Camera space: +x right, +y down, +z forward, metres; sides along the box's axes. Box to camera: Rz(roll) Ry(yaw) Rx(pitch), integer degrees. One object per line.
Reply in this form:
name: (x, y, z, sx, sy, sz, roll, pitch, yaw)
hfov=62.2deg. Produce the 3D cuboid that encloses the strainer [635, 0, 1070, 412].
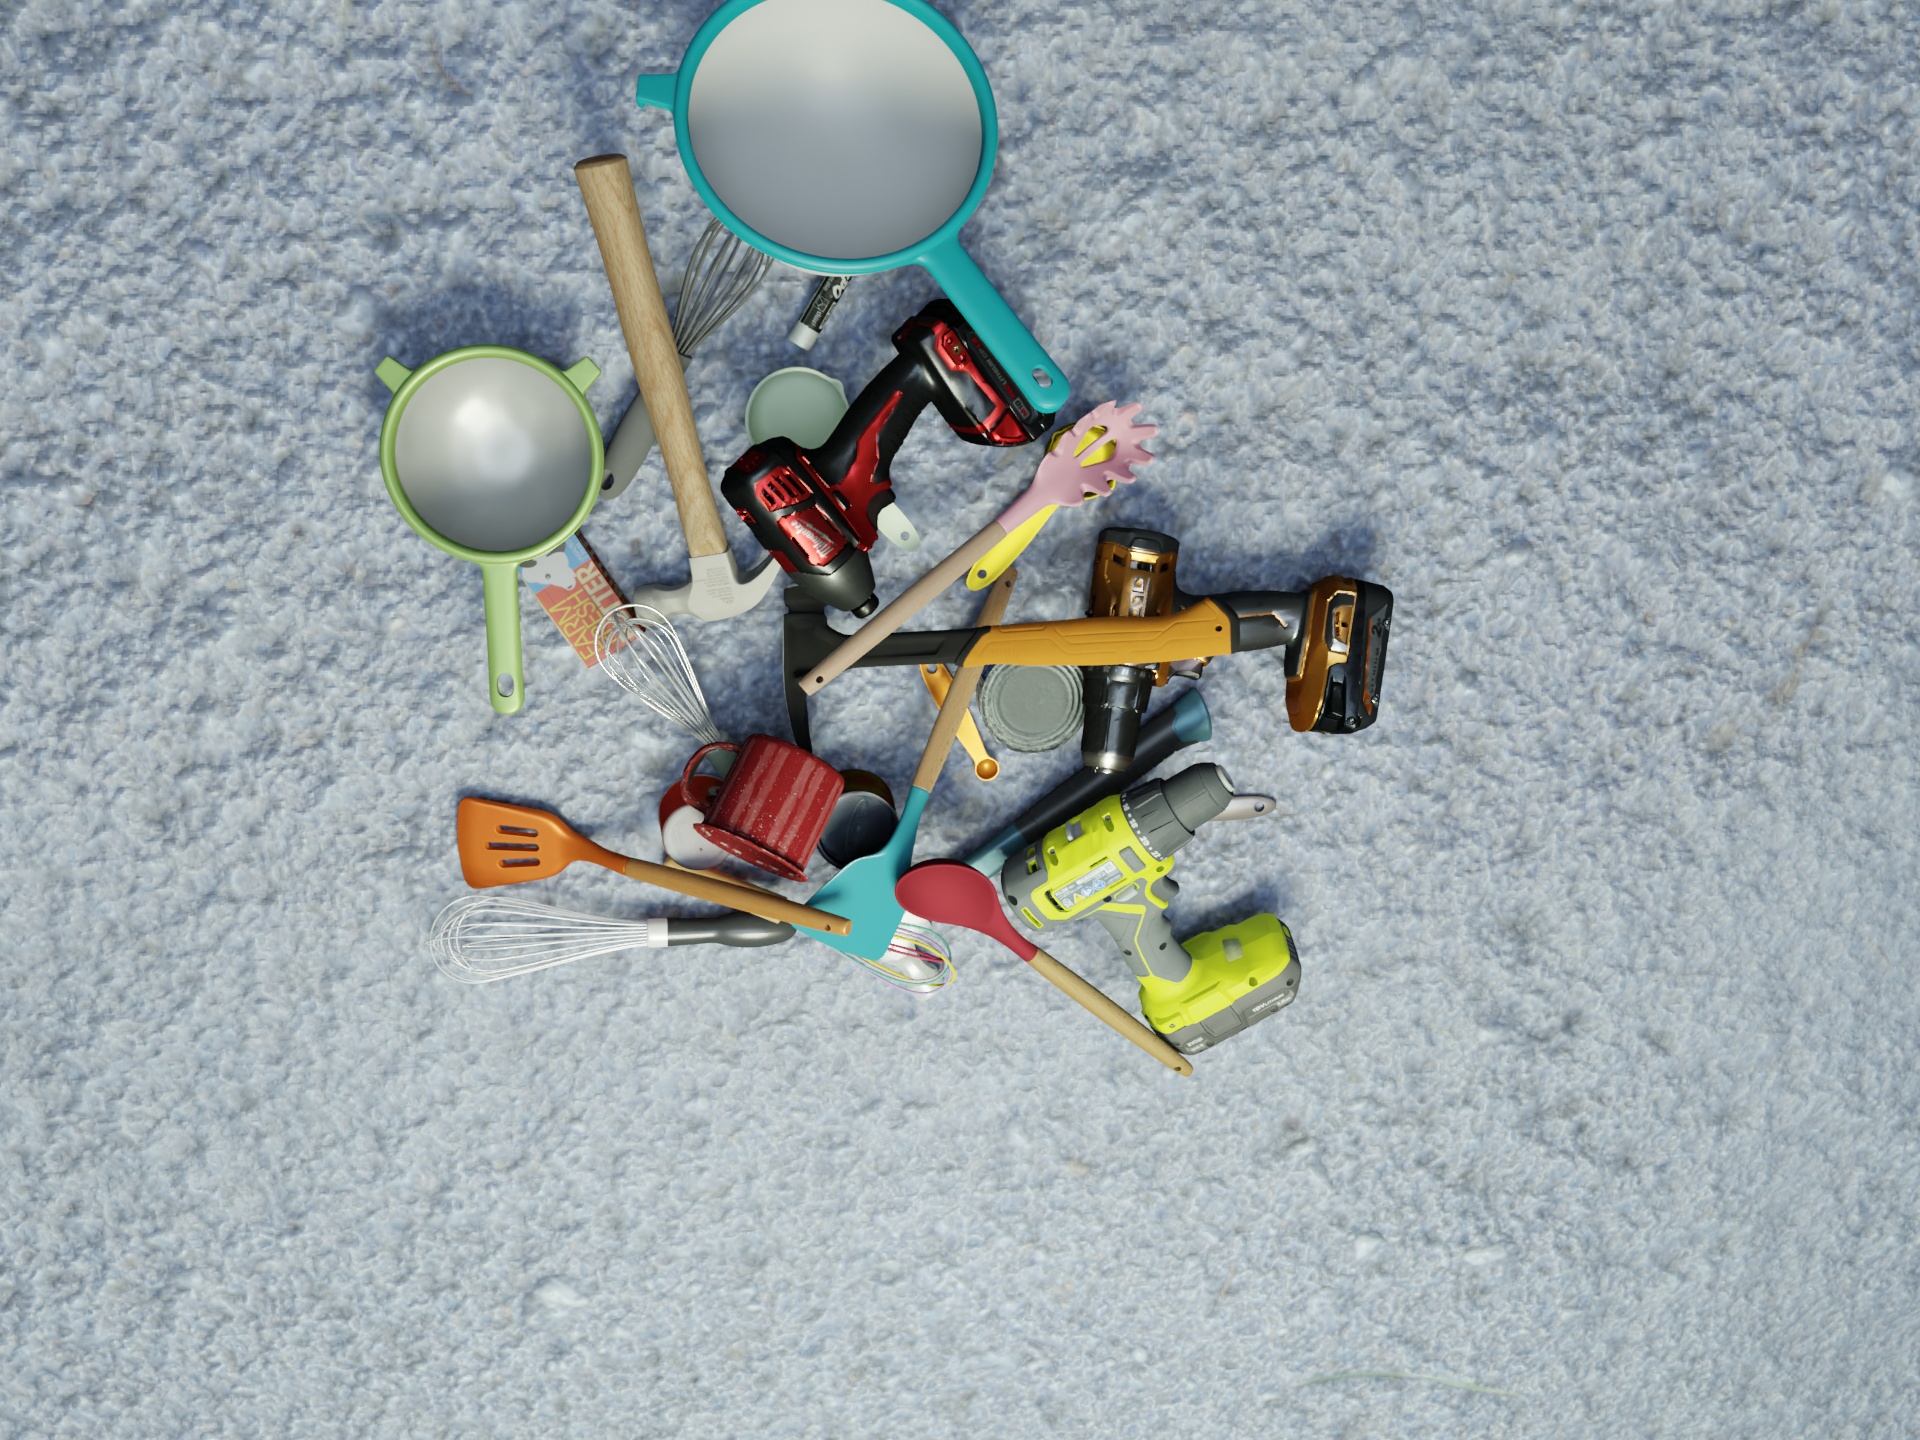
strainer: (-0.046, -0.333, 1.069, 0.211, 0.095, 0.340, -38, 90, -13)

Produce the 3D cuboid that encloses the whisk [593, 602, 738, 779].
whisk: (-0.189, 0.010, 1.198, 0.059, 0.058, 0.246, -38, 119, -5)

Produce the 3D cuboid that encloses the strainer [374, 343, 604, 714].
strainer: (-0.325, -0.135, 1.132, 0.151, 0.069, 0.256, -2, 100, -6)

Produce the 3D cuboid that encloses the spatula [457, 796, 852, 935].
spatula: (-0.233, 0.120, 1.195, 0.323, 0.041, 0.081, 12, 116, 19)

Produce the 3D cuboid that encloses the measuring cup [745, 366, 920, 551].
measuring cup: (-0.089, -0.189, 1.170, 0.083, 0.038, 0.167, -42, 109, 7)

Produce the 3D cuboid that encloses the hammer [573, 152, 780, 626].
hammer: (-0.201, -0.221, 1.103, 0.130, 0.031, 0.331, -9, 120, 5)

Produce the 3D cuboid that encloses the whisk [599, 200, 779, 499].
whisk: (-0.199, -0.260, 1.132, 0.055, 0.055, 0.239, 28, 106, -14)

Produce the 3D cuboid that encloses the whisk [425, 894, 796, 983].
whisk: (-0.270, 0.168, 1.245, 0.284, 0.070, 0.070, -1, 107, -11)

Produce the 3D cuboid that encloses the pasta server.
pasta server: (0.010, -0.122, 1.147, 0.316, 0.040, 0.060, -40, 109, -4)

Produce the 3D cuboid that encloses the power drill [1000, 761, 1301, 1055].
power drill: (0.168, 0.144, 1.243, 0.190, 0.080, 0.228, -32, 119, 17)

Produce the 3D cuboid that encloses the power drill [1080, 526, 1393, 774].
power drill: (0.200, -0.039, 1.207, 0.226, 0.084, 0.185, 9, 88, -7)

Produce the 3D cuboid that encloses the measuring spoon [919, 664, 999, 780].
measuring spoon: (-0.002, -0.004, 1.250, 0.021, 0.011, 0.117, -28, 104, 3)

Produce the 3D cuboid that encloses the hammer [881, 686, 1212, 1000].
hammer: (0.062, 0.085, 1.270, 0.331, 0.033, 0.128, -36, 108, 4)

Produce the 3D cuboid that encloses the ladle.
ladle: (0.073, 0.193, 1.222, 0.315, 0.031, 0.069, 39, 124, -24)

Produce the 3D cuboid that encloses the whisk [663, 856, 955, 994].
whisk: (-0.117, 0.153, 1.241, 0.245, 0.047, 0.051, 21, 76, 4)

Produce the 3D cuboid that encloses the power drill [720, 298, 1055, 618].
power drill: (-0.047, -0.182, 1.120, 0.219, 0.079, 0.143, -43, 117, -10)

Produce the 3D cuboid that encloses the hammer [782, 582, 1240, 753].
hammer: (0.034, -0.048, 1.163, 0.337, 0.034, 0.127, -3, 83, 10)

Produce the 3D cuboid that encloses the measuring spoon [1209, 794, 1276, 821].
measuring spoon: (0.198, 0.075, 1.290, 0.124, 0.018, 0.034, -5, 107, -6)

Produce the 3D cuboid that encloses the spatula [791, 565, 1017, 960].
spatula: (-0.027, 0.027, 1.202, 0.082, 0.044, 0.317, 27, 80, -25)

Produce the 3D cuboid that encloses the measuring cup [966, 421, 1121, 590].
measuring cup: (0.057, -0.160, 1.201, 0.062, 0.029, 0.156, 40, 101, -16)
